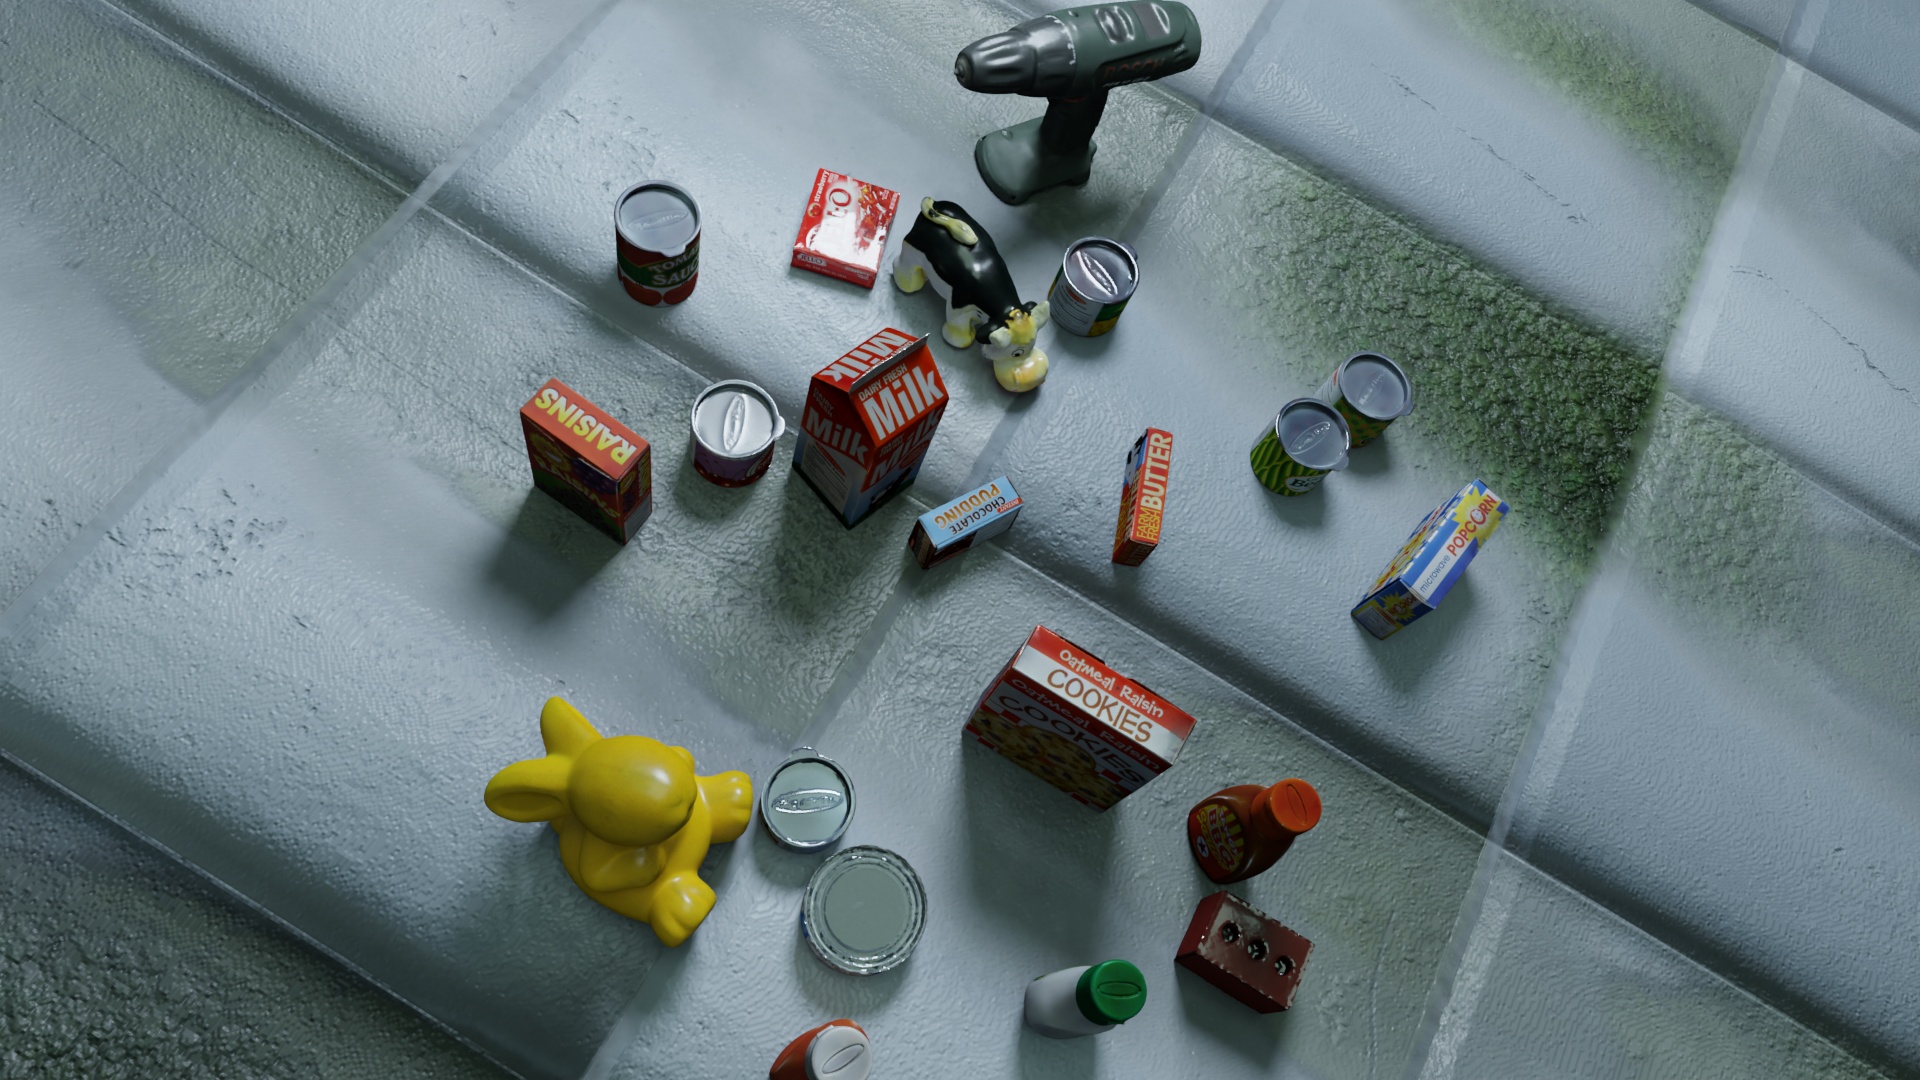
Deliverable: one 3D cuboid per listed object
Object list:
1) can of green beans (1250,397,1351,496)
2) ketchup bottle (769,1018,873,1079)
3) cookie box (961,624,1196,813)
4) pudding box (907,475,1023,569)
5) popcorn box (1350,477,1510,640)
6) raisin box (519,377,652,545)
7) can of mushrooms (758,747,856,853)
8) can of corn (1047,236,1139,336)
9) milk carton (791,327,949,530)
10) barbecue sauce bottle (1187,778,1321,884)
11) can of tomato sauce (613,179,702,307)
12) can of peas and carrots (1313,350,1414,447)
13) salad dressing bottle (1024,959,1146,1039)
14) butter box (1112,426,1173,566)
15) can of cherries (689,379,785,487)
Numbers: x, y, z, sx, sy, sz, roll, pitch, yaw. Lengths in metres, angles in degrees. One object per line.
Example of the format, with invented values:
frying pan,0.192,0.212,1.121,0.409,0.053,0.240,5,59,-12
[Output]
can of green beans,0.284,-0.077,1.164,0.071,0.057,0.071,4,67,-11
ketchup bottle,-0.083,0.325,0.865,0.065,0.148,0.043,-28,76,-21
cookie box,0.078,0.128,0.972,0.123,0.166,0.040,31,65,1
pudding box,0.004,-0.014,1.080,0.084,0.049,0.030,-27,76,-21
popcorn box,0.382,0.016,1.131,0.038,0.085,0.127,42,66,6
raisin box,-0.267,-0.054,0.997,0.086,0.123,0.040,35,65,3
can of mushrooms,-0.109,0.184,0.981,0.071,0.033,0.071,4,67,-11
can of corn,0.114,-0.217,1.185,0.071,0.058,0.071,4,67,-11
milk carton,-0.066,-0.088,1.019,0.072,0.189,0.073,-38,80,-23
barbecue sauce bottle,0.208,0.201,0.980,0.044,0.148,0.065,-13,71,-17
can of tomato sauce,-0.238,-0.232,1.101,0.071,0.082,0.071,4,67,-11
can of peas and carrots,0.346,-0.119,1.195,0.071,0.058,0.071,4,67,-11
salad dressing bottle,0.083,0.301,0.912,0.064,0.147,0.044,5,67,-10
butter box,0.147,-0.034,1.119,0.024,0.053,0.104,14,65,-6
can of cherries,-0.172,-0.080,1.065,0.071,0.058,0.072,4,67,-11
